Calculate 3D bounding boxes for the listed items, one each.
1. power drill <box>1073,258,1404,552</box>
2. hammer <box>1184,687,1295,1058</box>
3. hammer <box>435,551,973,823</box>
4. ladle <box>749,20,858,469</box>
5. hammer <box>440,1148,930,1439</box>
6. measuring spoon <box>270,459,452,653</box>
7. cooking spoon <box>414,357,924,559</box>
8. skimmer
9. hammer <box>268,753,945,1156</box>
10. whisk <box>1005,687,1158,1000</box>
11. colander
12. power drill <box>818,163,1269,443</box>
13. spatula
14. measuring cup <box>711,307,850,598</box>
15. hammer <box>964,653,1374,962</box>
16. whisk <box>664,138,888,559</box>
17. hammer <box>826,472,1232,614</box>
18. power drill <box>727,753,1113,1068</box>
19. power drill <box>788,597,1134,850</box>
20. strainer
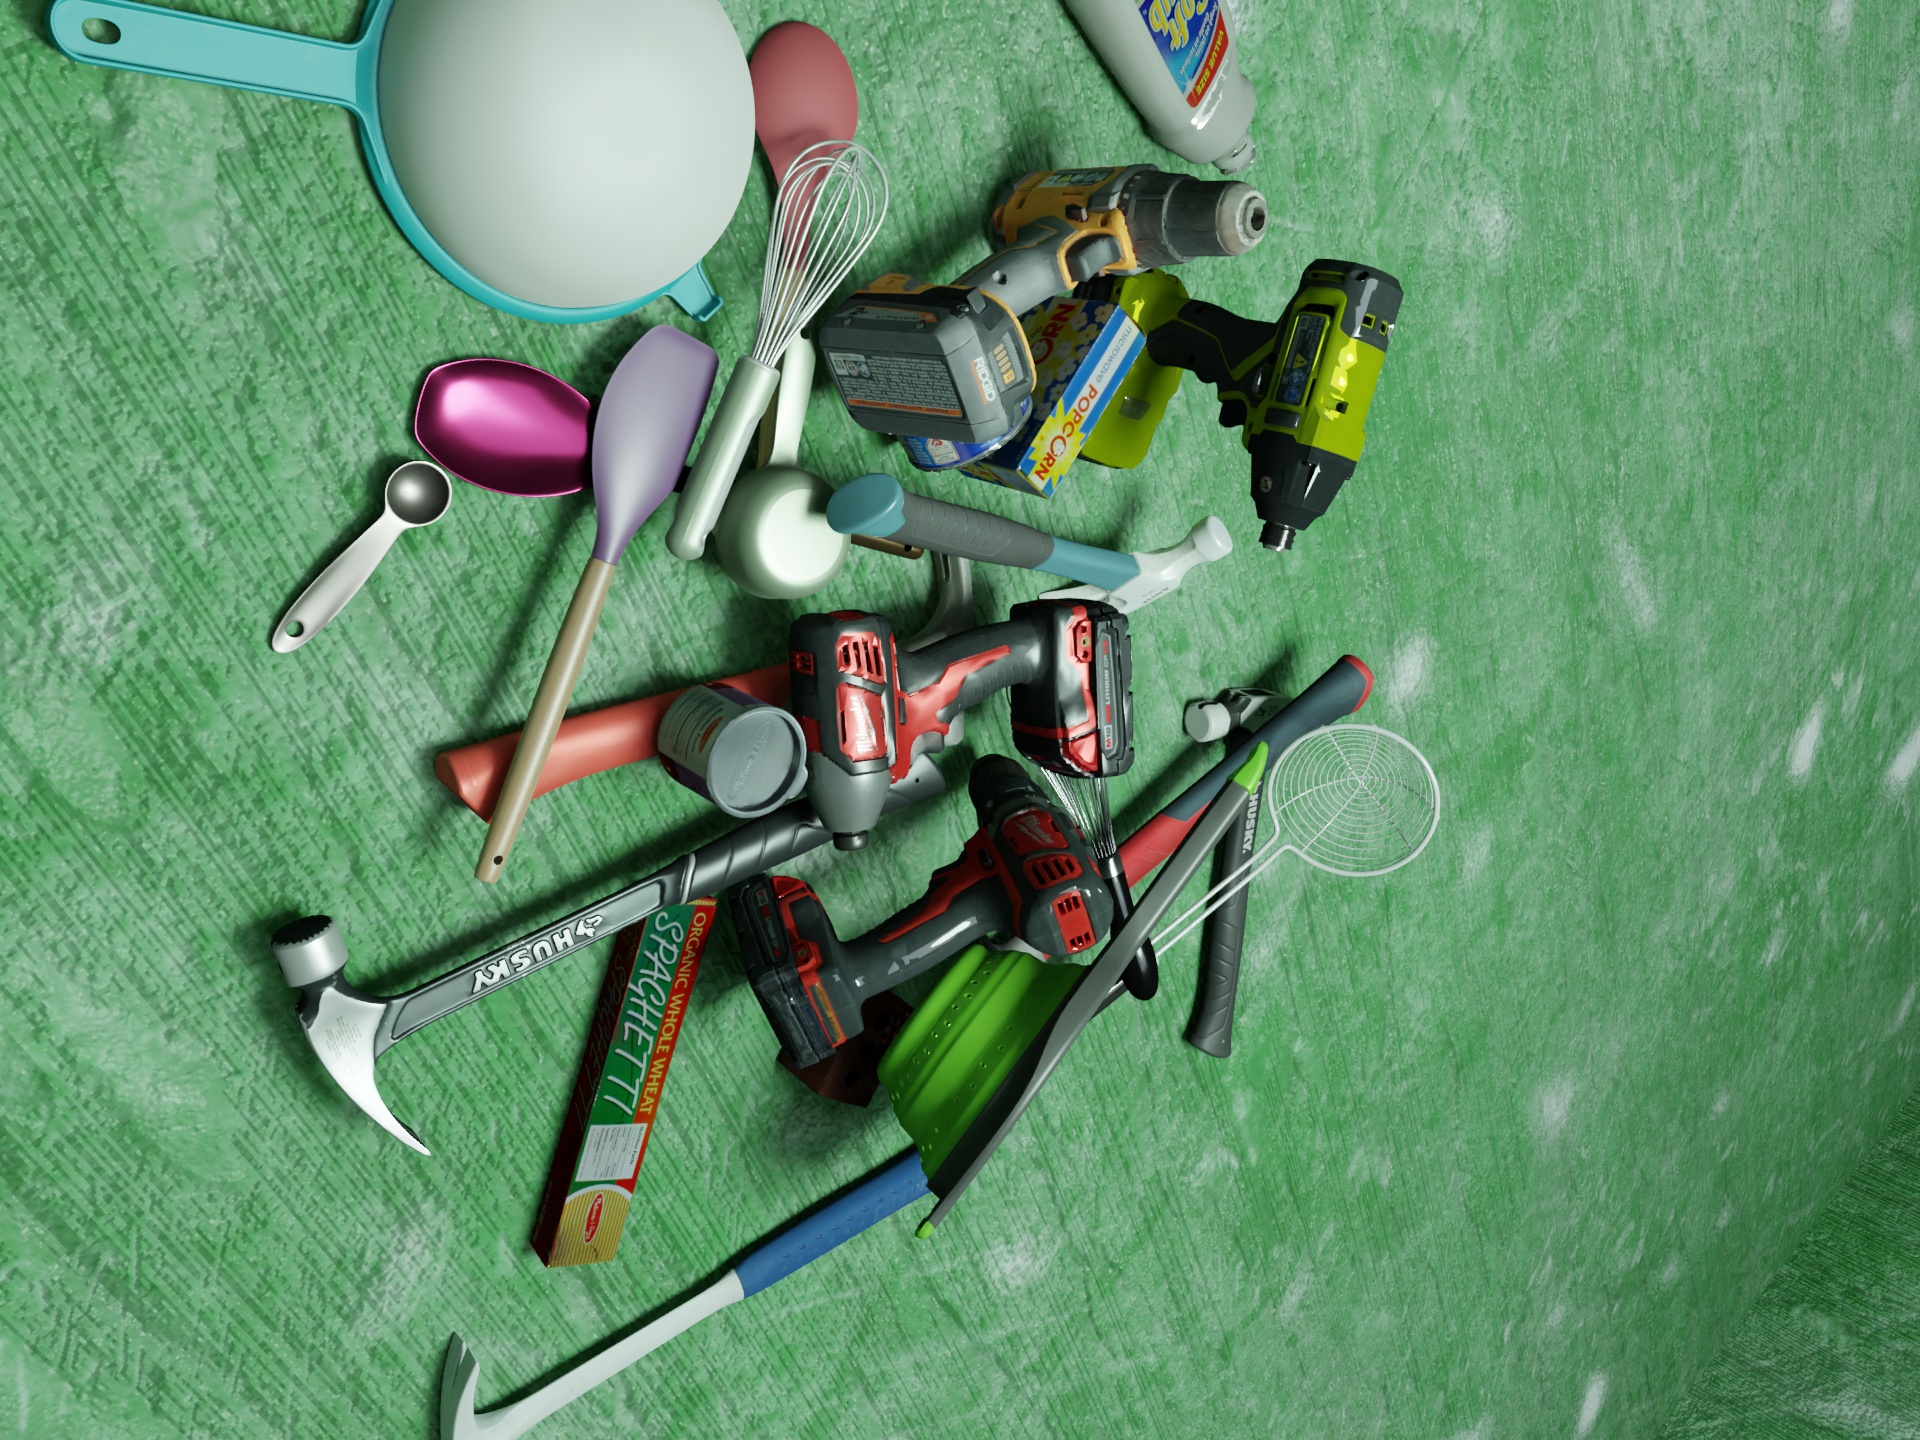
[{"bbox_3d":[0.160,-0.208,1.014,0.080,0.223,0.171,8,101,-41],"label":"power drill"},{"bbox_3d":[0.234,0.133,1.337,0.146,0.035,0.334,-11,113,-37],"label":"hammer"},{"bbox_3d":[-0.139,-0.018,0.963,0.359,0.037,0.149,-17,116,-35],"label":"hammer"},{"bbox_3d":[-0.101,-0.235,0.919,0.069,0.031,0.315,-3,110,-32],"label":"ladle"},{"bbox_3d":[-0.164,0.392,1.100,0.405,0.035,0.144,-23,121,-32],"label":"hammer"},{"bbox_3d":[-0.309,-0.084,0.812,0.124,0.018,0.034,-50,131,-5],"label":"measuring spoon"},{"bbox_3d":[-0.151,-0.134,0.903,0.318,0.017,0.069,13,95,-36],"label":"cooking spoon"},{"bbox_3d":[0.195,0.139,1.185,0.363,0.090,0.127,-38,97,-10],"label":"skimmer"},{"bbox_3d":[-0.179,0.107,0.940,0.409,0.036,0.149,-25,113,-29],"label":"hammer"},{"bbox_3d":[0.094,0.072,1.129,0.070,0.070,0.284,-26,106,-30],"label":"whisk"},{"bbox_3d":[0.061,0.152,1.061,0.397,0.094,0.204,-52,171,-10],"label":"colander"},{"bbox_3d":[0.052,-0.251,0.917,0.226,0.185,0.084,-45,130,-28],"label":"power drill"},{"bbox_3d":[-0.204,-0.063,0.861,0.059,0.018,0.316,21,88,-40],"label":"spatula"},{"bbox_3d":[-0.092,-0.151,0.905,0.083,0.038,0.167,5,97,-36],"label":"measuring cup"},{"bbox_3d":[0.163,0.066,1.213,0.386,0.038,0.143,-39,127,-11],"label":"hammer"},{"bbox_3d":[-0.106,-0.202,0.874,0.059,0.058,0.246,24,95,-3],"label":"whisk"},{"bbox_3d":[0.041,-0.110,1.001,0.330,0.128,0.033,6,58,-52],"label":"hammer"},{"bbox_3d":[-0.029,0.109,1.025,0.226,0.188,0.080,-22,123,-4],"label":"power drill"},{"bbox_3d":[-0.002,-0.003,0.982,0.219,0.079,0.143,-8,100,-32],"label":"power drill"},{"bbox_3d":[-0.226,-0.294,0.742,0.340,0.095,0.211,-6,110,-40],"label":"strainer"}]
